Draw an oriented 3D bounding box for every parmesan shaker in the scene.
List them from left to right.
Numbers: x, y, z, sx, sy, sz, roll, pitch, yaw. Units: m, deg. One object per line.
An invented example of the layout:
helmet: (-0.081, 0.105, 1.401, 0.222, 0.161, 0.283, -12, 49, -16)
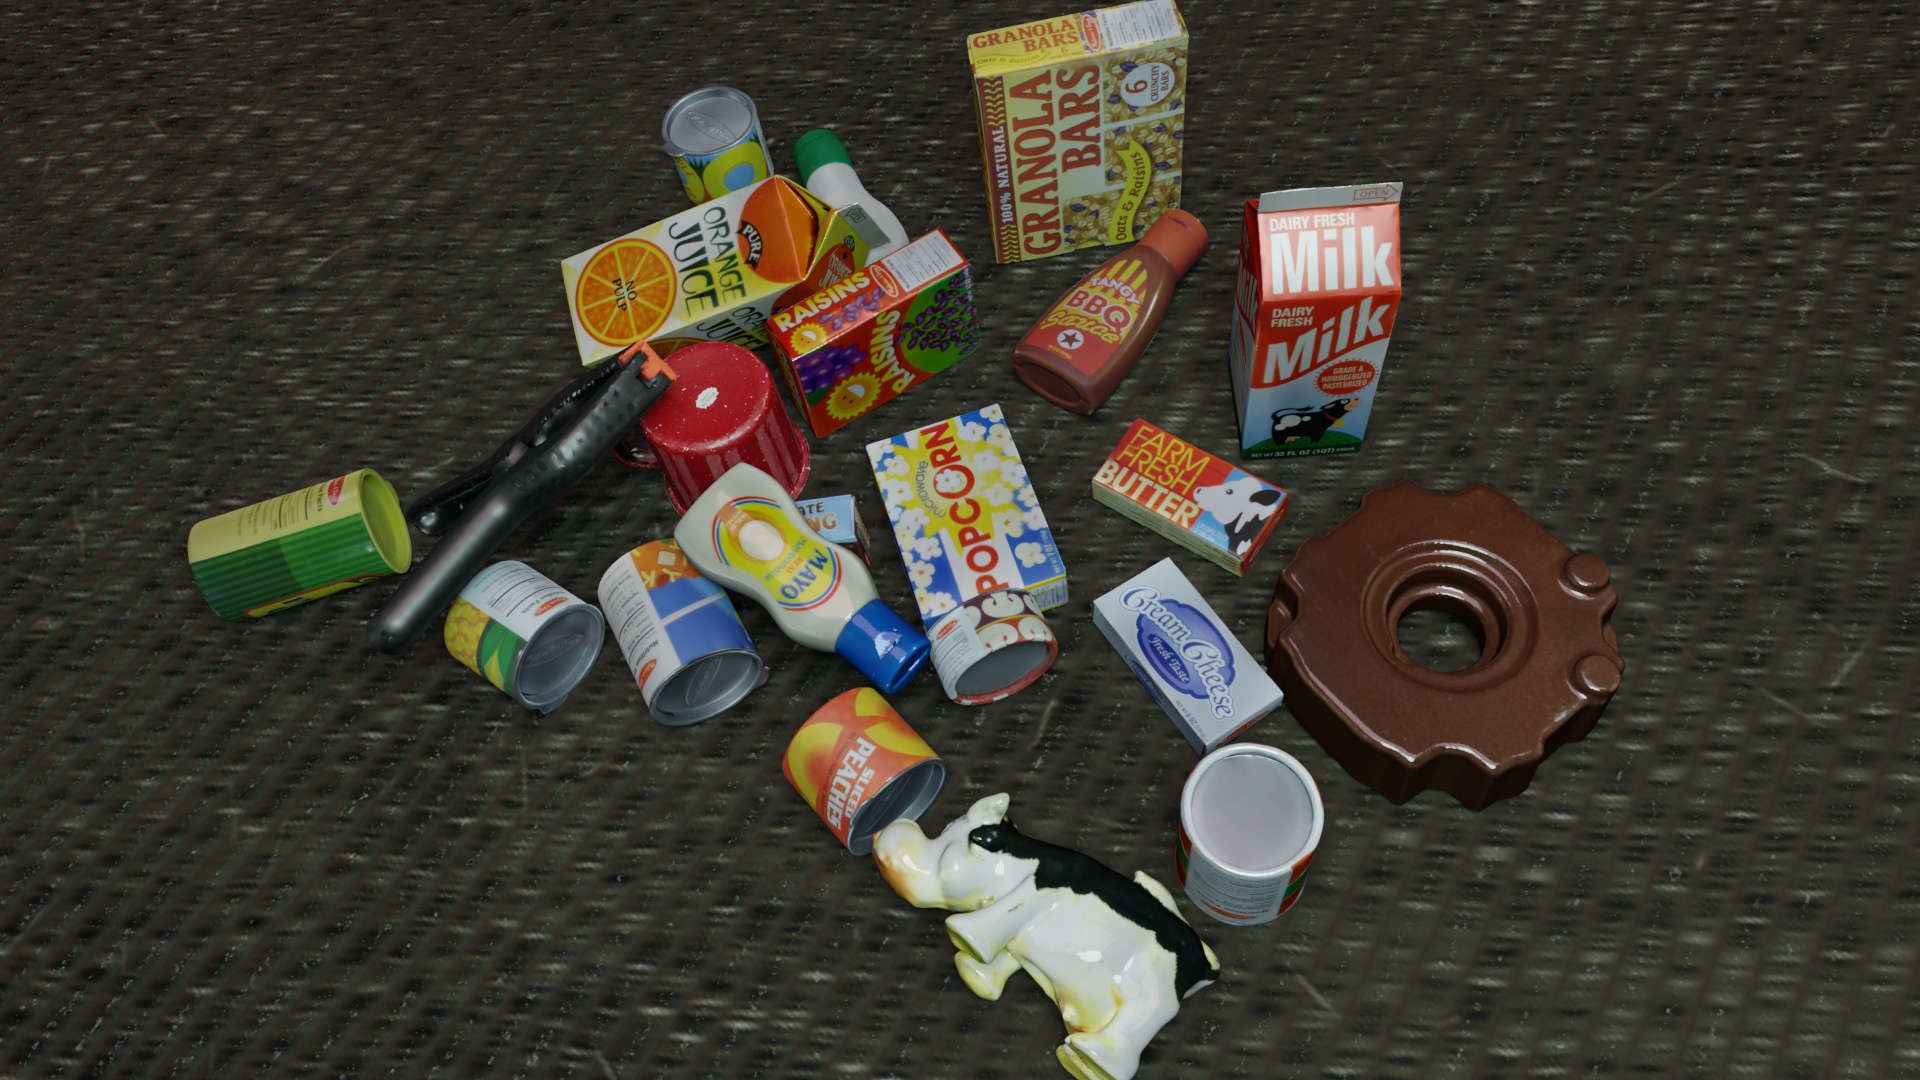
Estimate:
parmesan shaker: (-0.393, 0.003, 0.832, 0.103, 0.071, 0.071, -18, 59, -3)

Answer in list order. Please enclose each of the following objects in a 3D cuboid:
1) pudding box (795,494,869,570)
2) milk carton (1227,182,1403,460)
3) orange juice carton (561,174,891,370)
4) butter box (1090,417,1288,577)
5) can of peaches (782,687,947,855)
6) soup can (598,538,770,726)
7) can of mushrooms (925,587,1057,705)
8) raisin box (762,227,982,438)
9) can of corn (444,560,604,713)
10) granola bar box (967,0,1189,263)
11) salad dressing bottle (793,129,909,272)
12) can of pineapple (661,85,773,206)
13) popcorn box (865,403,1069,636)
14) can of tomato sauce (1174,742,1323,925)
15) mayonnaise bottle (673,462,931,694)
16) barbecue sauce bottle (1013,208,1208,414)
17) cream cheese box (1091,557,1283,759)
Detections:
pudding box: (-0.097, 0.001, 0.803, 0.084, 0.049, 0.030, -7, 61, 3)
milk carton: (0.191, -0.126, 0.760, 0.072, 0.189, 0.074, -4, 60, 5)
orange juice carton: (-0.140, -0.163, 0.859, 0.192, 0.072, 0.073, -18, 77, 12)
butter box: (0.132, -0.026, 0.805, 0.103, 0.024, 0.053, 30, 68, 22)
can of peaches: (-0.051, 0.118, 0.717, 0.071, 0.071, 0.058, -39, 62, -15)
soup can: (-0.154, 0.050, 0.774, 0.071, 0.071, 0.084, -28, 60, -9)
can of mushrooms: (0.019, 0.057, 0.747, 0.071, 0.070, 0.033, -23, 60, -6)
raisin box: (-0.051, -0.126, 0.852, 0.123, 0.085, 0.040, -31, 63, -11)
can of corn: (-0.246, 0.054, 0.784, 0.058, 0.071, 0.071, 28, 67, 22)
granola bar box: (0.074, -0.247, 0.861, 0.124, 0.164, 0.039, -11, 60, 1)
salad dressing bottle: (-0.076, -0.216, 0.933, 0.064, 0.044, 0.148, -24, 58, 3)
can of pineapple: (-0.170, -0.272, 0.968, 0.071, 0.057, 0.071, -3, 59, 6)
popcorn box: (0.003, -0.010, 0.804, 0.085, 0.038, 0.127, -18, 59, -3)
can of tomato sauce: (0.138, 0.141, 0.672, 0.071, 0.082, 0.071, -3, 60, 5)
mayonnaise bottle: (-0.082, 0.023, 0.743, 0.148, 0.041, 0.065, 38, 76, 17)
barbecue sauce bottle: (0.100, -0.147, 0.870, 0.065, 0.043, 0.149, 32, 68, 24)
cream cheese box: (0.122, 0.062, 0.755, 0.053, 0.024, 0.104, -31, 61, -12)
